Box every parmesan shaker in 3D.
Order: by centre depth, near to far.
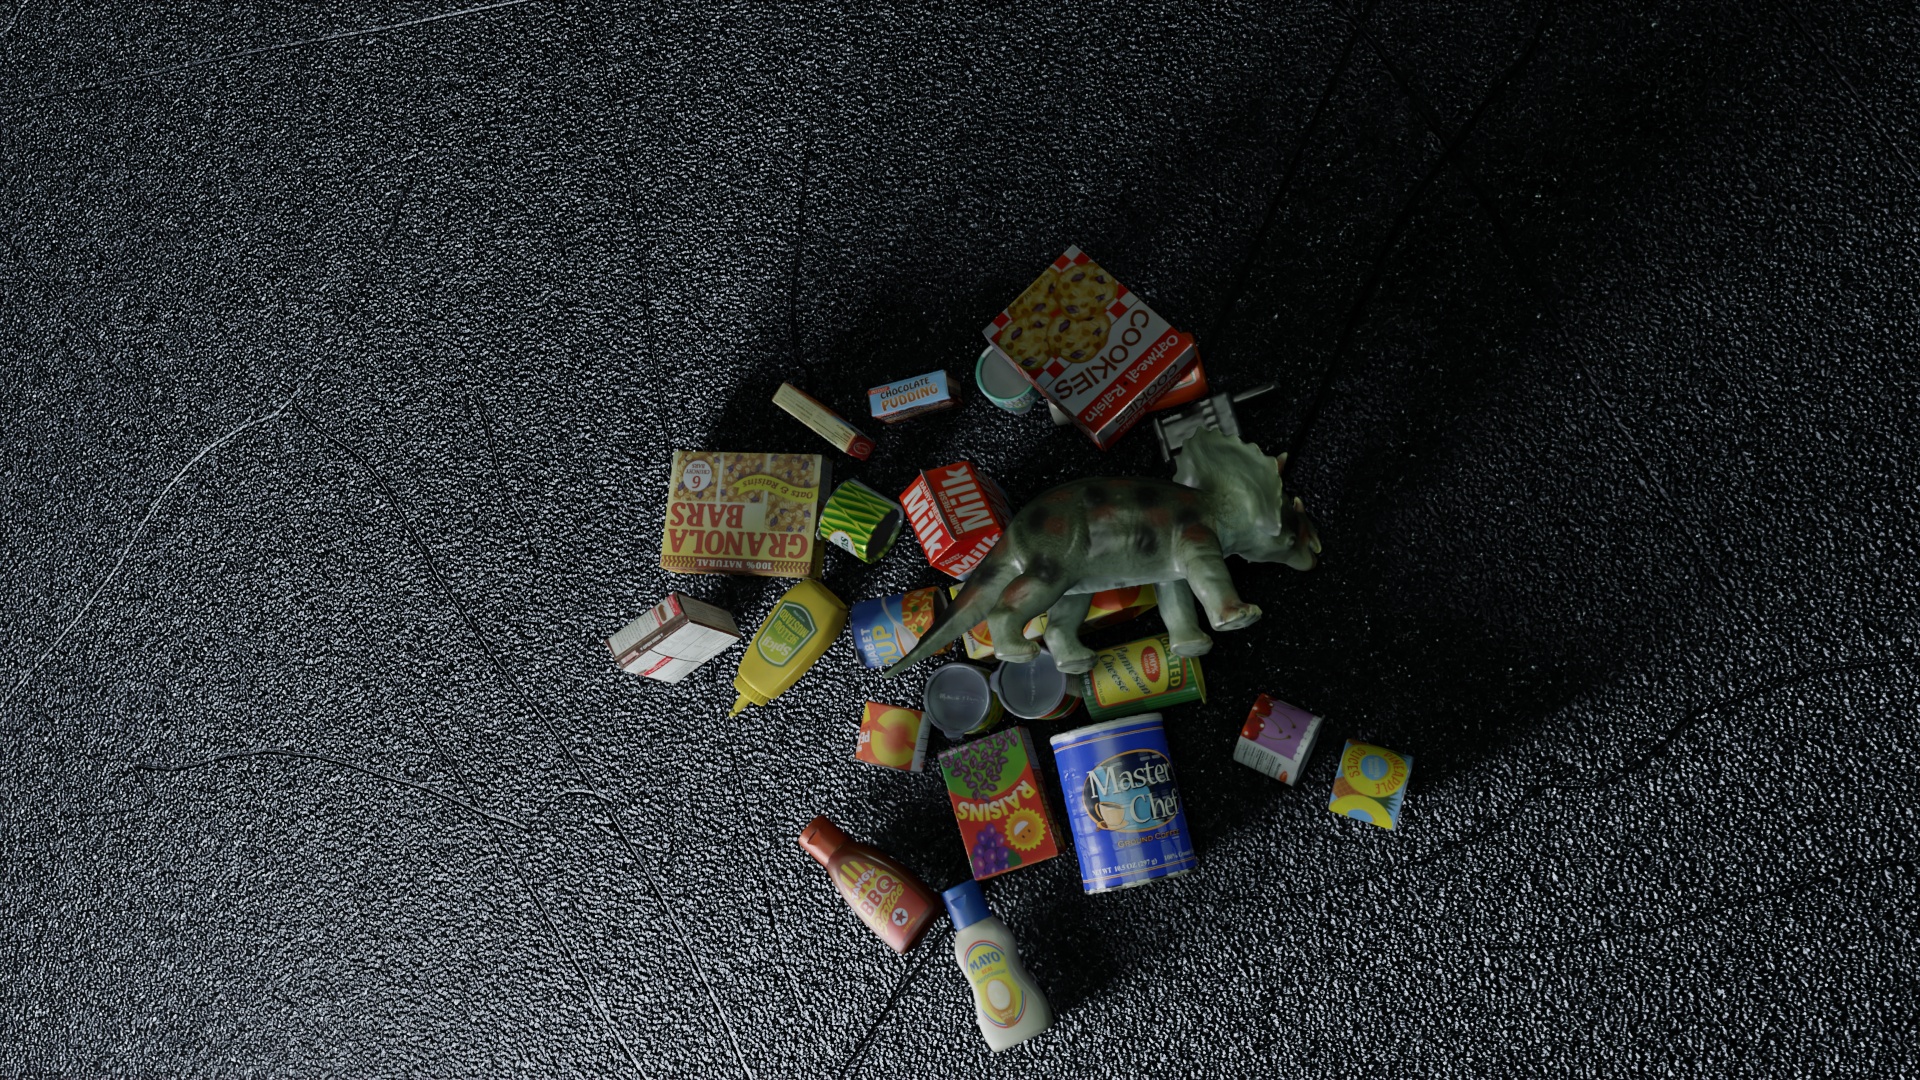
[{"bbox_3d":[0.165,0.126,1.265,0.103,0.071,0.071,-16,77,14],"label":"parmesan shaker"}]

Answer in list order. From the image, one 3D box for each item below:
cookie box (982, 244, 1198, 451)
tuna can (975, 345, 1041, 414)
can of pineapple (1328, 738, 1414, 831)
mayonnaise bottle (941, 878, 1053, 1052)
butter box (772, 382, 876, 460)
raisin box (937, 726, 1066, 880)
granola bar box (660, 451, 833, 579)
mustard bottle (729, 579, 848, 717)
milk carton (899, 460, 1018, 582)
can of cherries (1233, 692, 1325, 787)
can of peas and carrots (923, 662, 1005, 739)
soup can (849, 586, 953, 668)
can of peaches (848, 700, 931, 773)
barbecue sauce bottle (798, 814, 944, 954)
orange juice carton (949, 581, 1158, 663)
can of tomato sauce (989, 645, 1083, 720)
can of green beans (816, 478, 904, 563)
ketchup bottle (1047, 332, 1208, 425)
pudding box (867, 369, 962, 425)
[{"bbox_3d":[0.121,-0.182,1.304,0.123,0.040,0.168,-43,63,-1],"label":"cookie box"},{"bbox_3d":[0.051,-0.161,1.367,0.071,0.033,0.071,-3,79,16],"label":"tuna can"},{"bbox_3d":[0.353,0.209,1.194,0.058,0.071,0.071,15,85,18],"label":"can of pineapple"},{"bbox_3d":[0.028,0.386,1.274,0.064,0.041,0.148,-29,74,12],"label":"mayonnaise bottle"},{"bbox_3d":[-0.138,-0.121,1.406,0.103,0.053,0.024,35,95,19],"label":"butter box"},{"bbox_3d":[0.038,0.245,1.297,0.086,0.040,0.123,-21,74,11],"label":"raisin box"},{"bbox_3d":[-0.218,-0.026,1.420,0.165,0.039,0.124,2,81,17],"label":"granola bar box"},{"bbox_3d":[-0.180,0.115,1.379,0.065,0.049,0.160,39,93,20],"label":"mustard bottle"},{"bbox_3d":[0.005,-0.016,1.272,0.073,0.190,0.072,-29,74,10],"label":"milk carton"},{"bbox_3d":[0.281,0.173,1.225,0.058,0.071,0.071,23,88,20],"label":"can of cherries"},{"bbox_3d":[0.005,0.152,1.313,0.071,0.058,0.071,-3,81,16],"label":"can of peas and carrots"},{"bbox_3d":[-0.056,0.086,1.337,0.084,0.071,0.071,-12,78,14],"label":"soup can"},{"bbox_3d":[-0.066,0.186,1.323,0.071,0.071,0.058,10,83,18],"label":"can of peaches"},{"bbox_3d":[-0.089,0.321,1.319,0.149,0.043,0.065,37,94,19],"label":"barbecue sauce bottle"},{"bbox_3d":[0.096,0.051,1.296,0.192,0.073,0.072,-19,76,12],"label":"orange juice carton"},{"bbox_3d":[0.073,0.133,1.283,0.071,0.083,0.071,-3,80,16],"label":"can of tomato sauce"},{"bbox_3d":[-0.097,-0.019,1.369,0.058,0.071,0.071,30,90,18],"label":"can of green beans"},{"bbox_3d":[0.158,-0.148,1.328,0.149,0.043,0.065,-17,72,14],"label":"ketchup bottle"},{"bbox_3d":[-0.045,-0.142,1.383,0.083,0.049,0.030,-12,79,14],"label":"pudding box"}]
